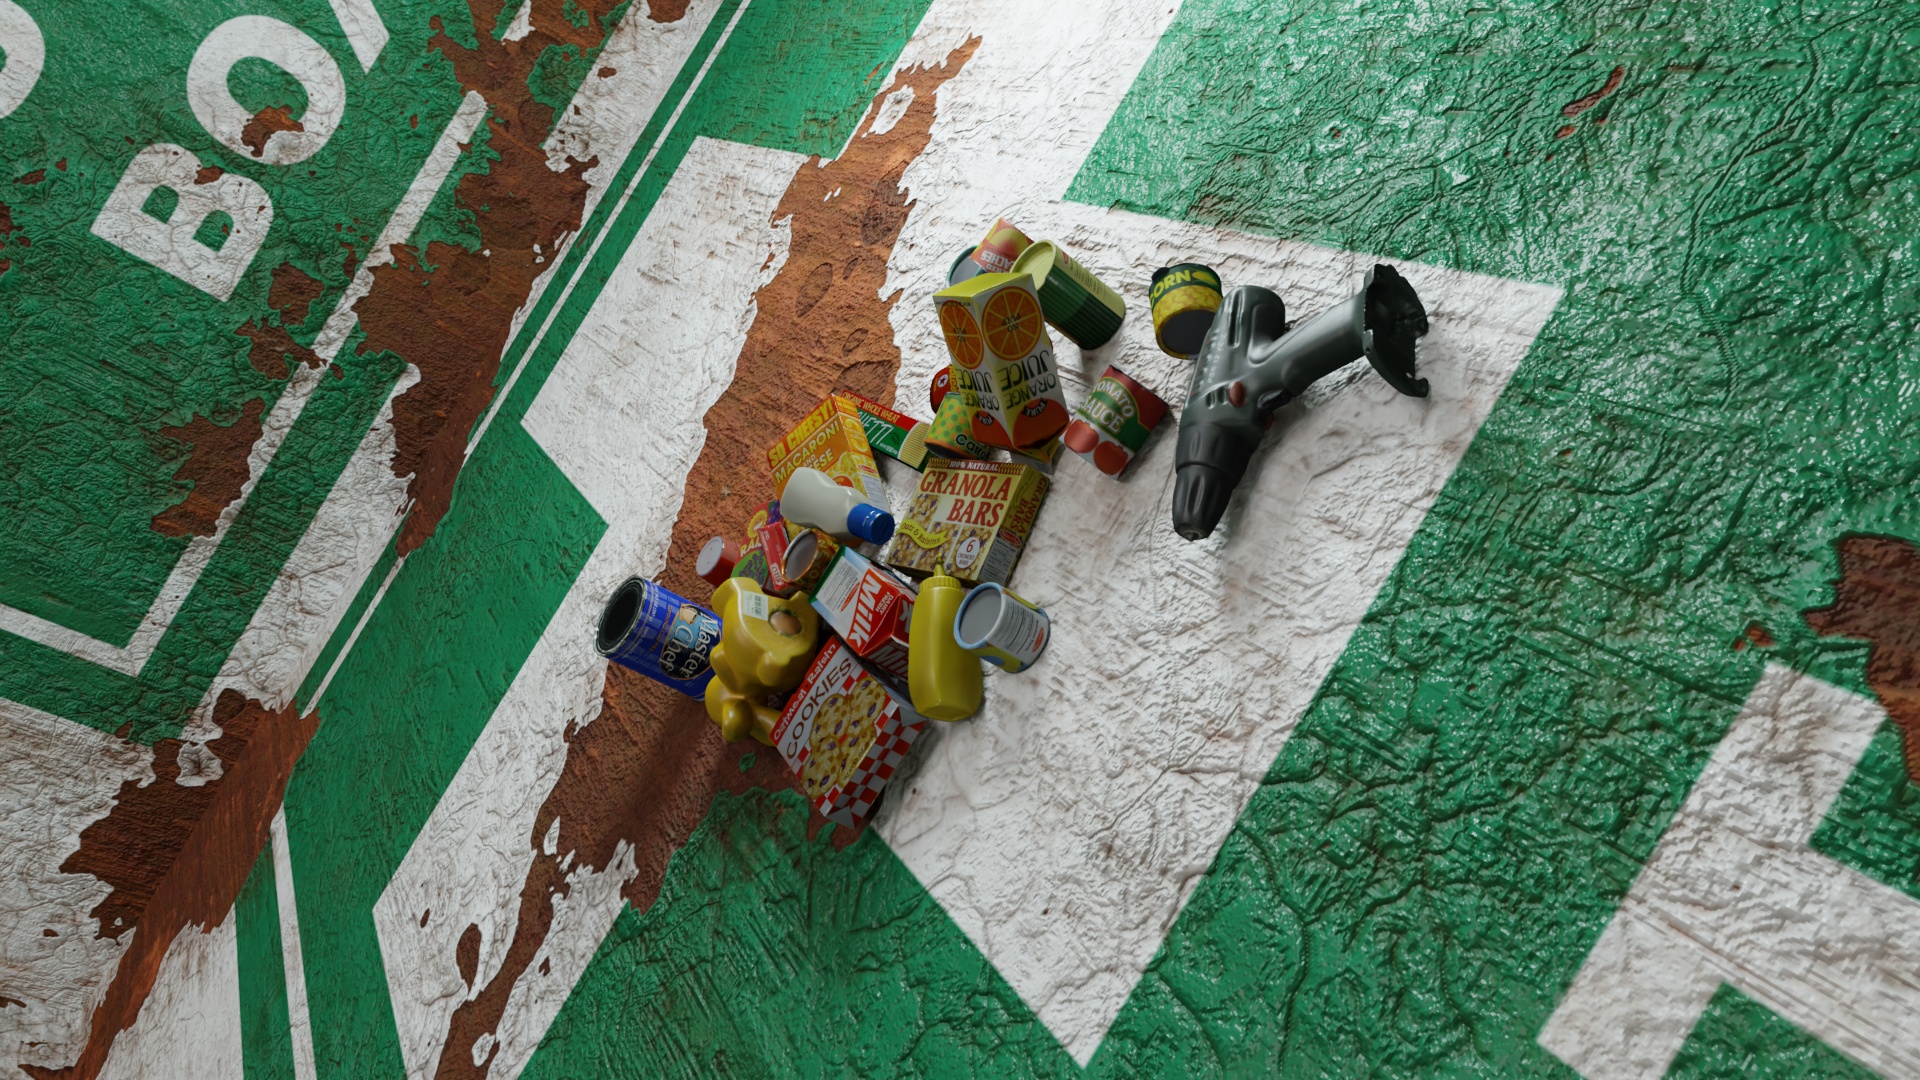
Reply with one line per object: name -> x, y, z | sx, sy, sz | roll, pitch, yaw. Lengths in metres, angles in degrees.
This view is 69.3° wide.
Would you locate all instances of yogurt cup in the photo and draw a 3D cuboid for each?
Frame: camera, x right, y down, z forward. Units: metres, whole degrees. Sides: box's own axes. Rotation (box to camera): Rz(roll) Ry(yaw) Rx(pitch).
yogurt cup -> -0.286, 0.030, 1.697 | 0.072, 0.054, 0.073 | -31, 43, 34

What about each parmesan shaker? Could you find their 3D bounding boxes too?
parmesan shaker -> 0.104, -0.238, 1.362 | 0.071, 0.103, 0.072 | -33, 41, 34

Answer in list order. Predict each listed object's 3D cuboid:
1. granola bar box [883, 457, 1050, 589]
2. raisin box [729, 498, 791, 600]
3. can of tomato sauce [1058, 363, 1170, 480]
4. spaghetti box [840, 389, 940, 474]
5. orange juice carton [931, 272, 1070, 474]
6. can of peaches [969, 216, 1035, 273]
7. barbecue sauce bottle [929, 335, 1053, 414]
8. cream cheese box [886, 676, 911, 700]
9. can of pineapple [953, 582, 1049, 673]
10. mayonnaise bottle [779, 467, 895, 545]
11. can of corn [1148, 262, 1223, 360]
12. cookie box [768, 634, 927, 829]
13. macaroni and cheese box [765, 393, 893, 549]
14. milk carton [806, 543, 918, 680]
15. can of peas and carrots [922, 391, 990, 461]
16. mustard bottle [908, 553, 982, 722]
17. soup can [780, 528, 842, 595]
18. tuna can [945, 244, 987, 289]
granola bar box -> 0.005, -0.017, 1.372 | 0.165, 0.039, 0.124 | 9, 72, 55
raisin box -> -0.225, 0.013, 1.646 | 0.086, 0.040, 0.124 | -13, 56, 49
can of tomato sauce -> 0.136, -0.106, 1.245 | 0.083, 0.071, 0.071 | -55, 33, 6
spaghetti box -> -0.084, -0.124, 1.582 | 0.050, 0.028, 0.250 | -60, 33, -1
orange juice carton -> 0.045, -0.155, 1.331 | 0.073, 0.192, 0.072 | -27, 22, -27
can of peaches -> 0.052, -0.312, 1.520 | 0.058, 0.071, 0.071 | -51, 34, 10
barbecue sauce bottle -> 0.032, -0.178, 1.461 | 0.148, 0.043, 0.065 | -24, 45, 40
cream cheese box -> -0.085, 0.183, 1.343 | 0.053, 0.024, 0.104 | 1, 65, 54
can of pineapple -> 0.035, 0.078, 1.240 | 0.070, 0.058, 0.071 | -32, 41, 34
mayonnaise bottle -> -0.131, -0.032, 1.489 | 0.148, 0.041, 0.064 | 22, 90, 42
can of corn -> 0.202, -0.205, 1.239 | 0.071, 0.071, 0.058 | -33, 42, 33
cookie box -> -0.112, 0.177, 1.320 | 0.123, 0.040, 0.168 | -57, 32, 3
macaroni and cheese box -> -0.151, -0.063, 1.572 | 0.123, 0.040, 0.167 | -38, 55, 28
milk carton -> -0.074, 0.078, 1.370 | 0.073, 0.072, 0.191 | -57, 32, 2
can of peas and carrots -> 0.004, -0.111, 1.425 | 0.071, 0.071, 0.059 | 12, 75, 55
mustard bottle -> -0.016, 0.085, 1.281 | 0.048, 0.065, 0.161 | -30, 51, 39
soup can -> -0.138, 0.035, 1.476 | 0.071, 0.083, 0.072 | -32, 42, 34
tuna can -> 0.017, -0.305, 1.592 | 0.071, 0.033, 0.071 | -32, 42, 34
